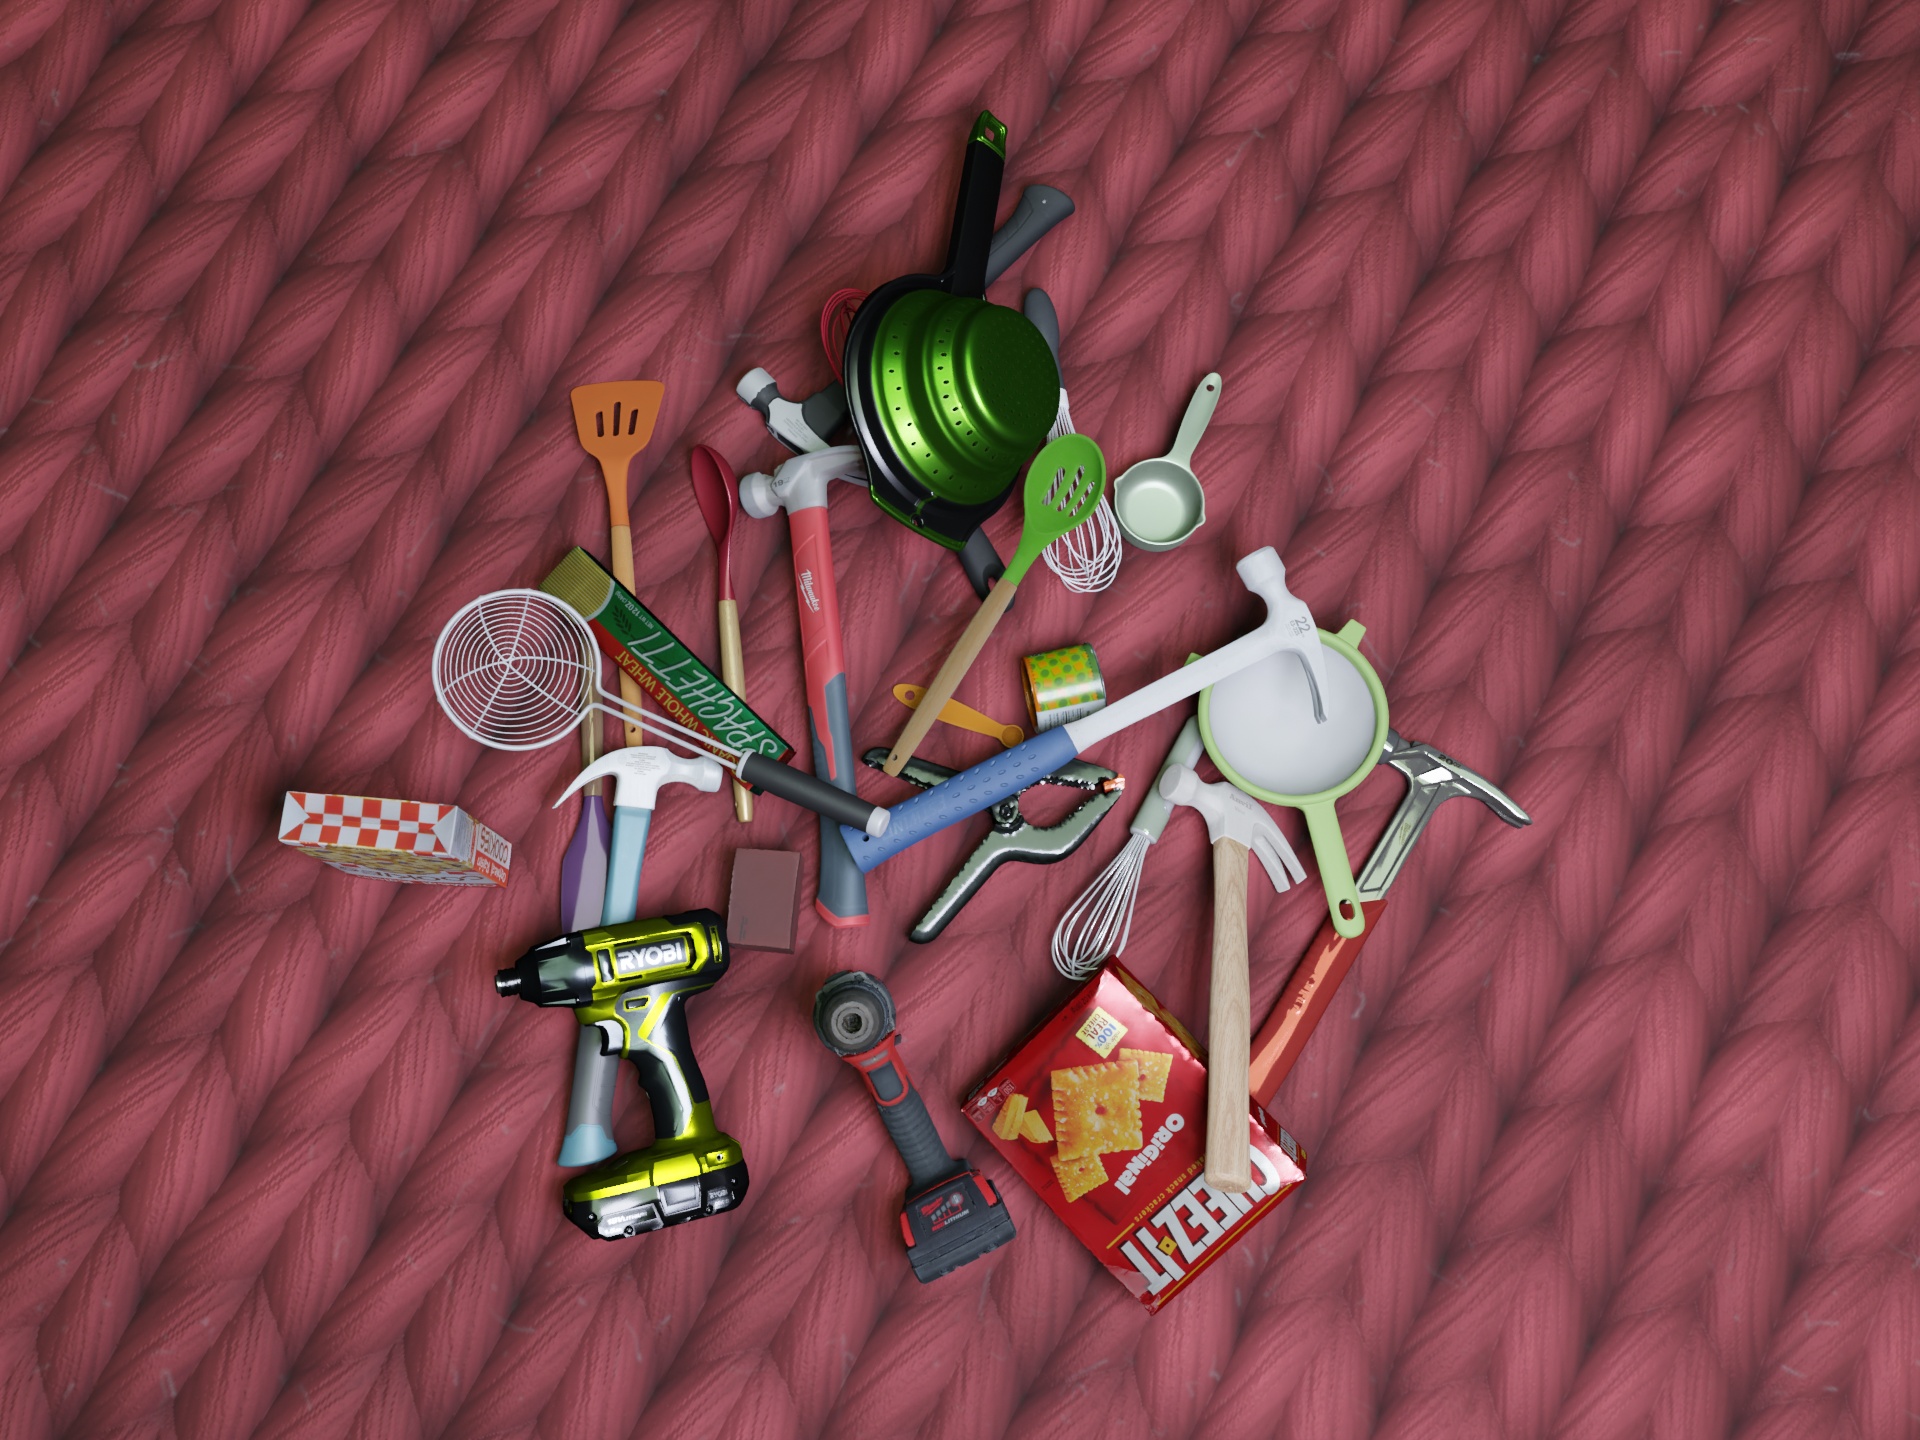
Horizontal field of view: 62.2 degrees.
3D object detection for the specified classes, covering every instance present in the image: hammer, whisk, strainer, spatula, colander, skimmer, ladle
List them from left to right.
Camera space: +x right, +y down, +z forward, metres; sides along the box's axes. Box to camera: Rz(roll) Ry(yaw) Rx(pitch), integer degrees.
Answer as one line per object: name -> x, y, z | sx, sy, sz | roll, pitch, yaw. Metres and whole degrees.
spatula -> -0.298, 0.037, 1.298 | 0.059, 0.018, 0.316 | -2, 80, -9
hammer -> -0.272, 0.183, 1.254 | 0.128, 0.033, 0.331 | 9, 81, -16
spatula -> -0.281, -0.136, 1.333 | 0.081, 0.041, 0.323 | -5, 83, -2
skimmer -> -0.227, 0.010, 1.214 | 0.363, 0.090, 0.127 | 23, 90, 13
ladle -> -0.191, -0.073, 1.312 | 0.031, 0.069, 0.315 | -3, 83, -27
hammer -> -0.096, -0.028, 1.284 | 0.143, 0.038, 0.386 | -11, 81, 29
whisk -> -0.029, -0.220, 1.312 | 0.073, 0.073, 0.295 | -29, 100, -7
hammer -> -0.025, -0.345, 1.377 | 0.146, 0.035, 0.335 | 44, 80, 7
colander -> 0.024, -0.338, 1.280 | 0.204, 0.094, 0.397 | 26, 64, -40
whisk -> 0.084, -0.242, 1.350 | 0.070, 0.070, 0.285 | -8, 74, -4
hammer -> 0.098, 0.015, 1.242 | 0.405, 0.035, 0.144 | -27, 83, -3
whisk -> 0.145, 0.100, 1.287 | 0.059, 0.057, 0.246 | 20, 72, 33
hammer -> 0.205, 0.192, 1.199 | 0.130, 0.031, 0.332 | 25, 50, -23
strainer -> 0.278, 0.052, 1.284 | 0.151, 0.069, 0.256 | -12, 77, -1
hammer -> 0.313, 0.184, 1.280 | 0.149, 0.036, 0.359 | 32, 79, 5

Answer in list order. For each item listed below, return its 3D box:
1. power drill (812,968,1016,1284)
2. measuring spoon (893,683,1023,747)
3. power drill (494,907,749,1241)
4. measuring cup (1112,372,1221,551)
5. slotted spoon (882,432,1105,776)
power drill -> -0.044, 0.290, 1.173 | 0.080, 0.188, 0.227 | -26, 85, -6
measuring spoon -> -0.002, -0.004, 1.322 | 0.117, 0.011, 0.021 | 22, 80, 6
power drill -> -0.250, 0.265, 1.197 | 0.171, 0.080, 0.223 | -8, 84, -24
measuring cup -> 0.185, -0.220, 1.358 | 0.083, 0.038, 0.168 | 24, 77, 3
slotted spoon -> 0.024, -0.091, 1.283 | 0.070, 0.031, 0.314 | 31, 88, 27
